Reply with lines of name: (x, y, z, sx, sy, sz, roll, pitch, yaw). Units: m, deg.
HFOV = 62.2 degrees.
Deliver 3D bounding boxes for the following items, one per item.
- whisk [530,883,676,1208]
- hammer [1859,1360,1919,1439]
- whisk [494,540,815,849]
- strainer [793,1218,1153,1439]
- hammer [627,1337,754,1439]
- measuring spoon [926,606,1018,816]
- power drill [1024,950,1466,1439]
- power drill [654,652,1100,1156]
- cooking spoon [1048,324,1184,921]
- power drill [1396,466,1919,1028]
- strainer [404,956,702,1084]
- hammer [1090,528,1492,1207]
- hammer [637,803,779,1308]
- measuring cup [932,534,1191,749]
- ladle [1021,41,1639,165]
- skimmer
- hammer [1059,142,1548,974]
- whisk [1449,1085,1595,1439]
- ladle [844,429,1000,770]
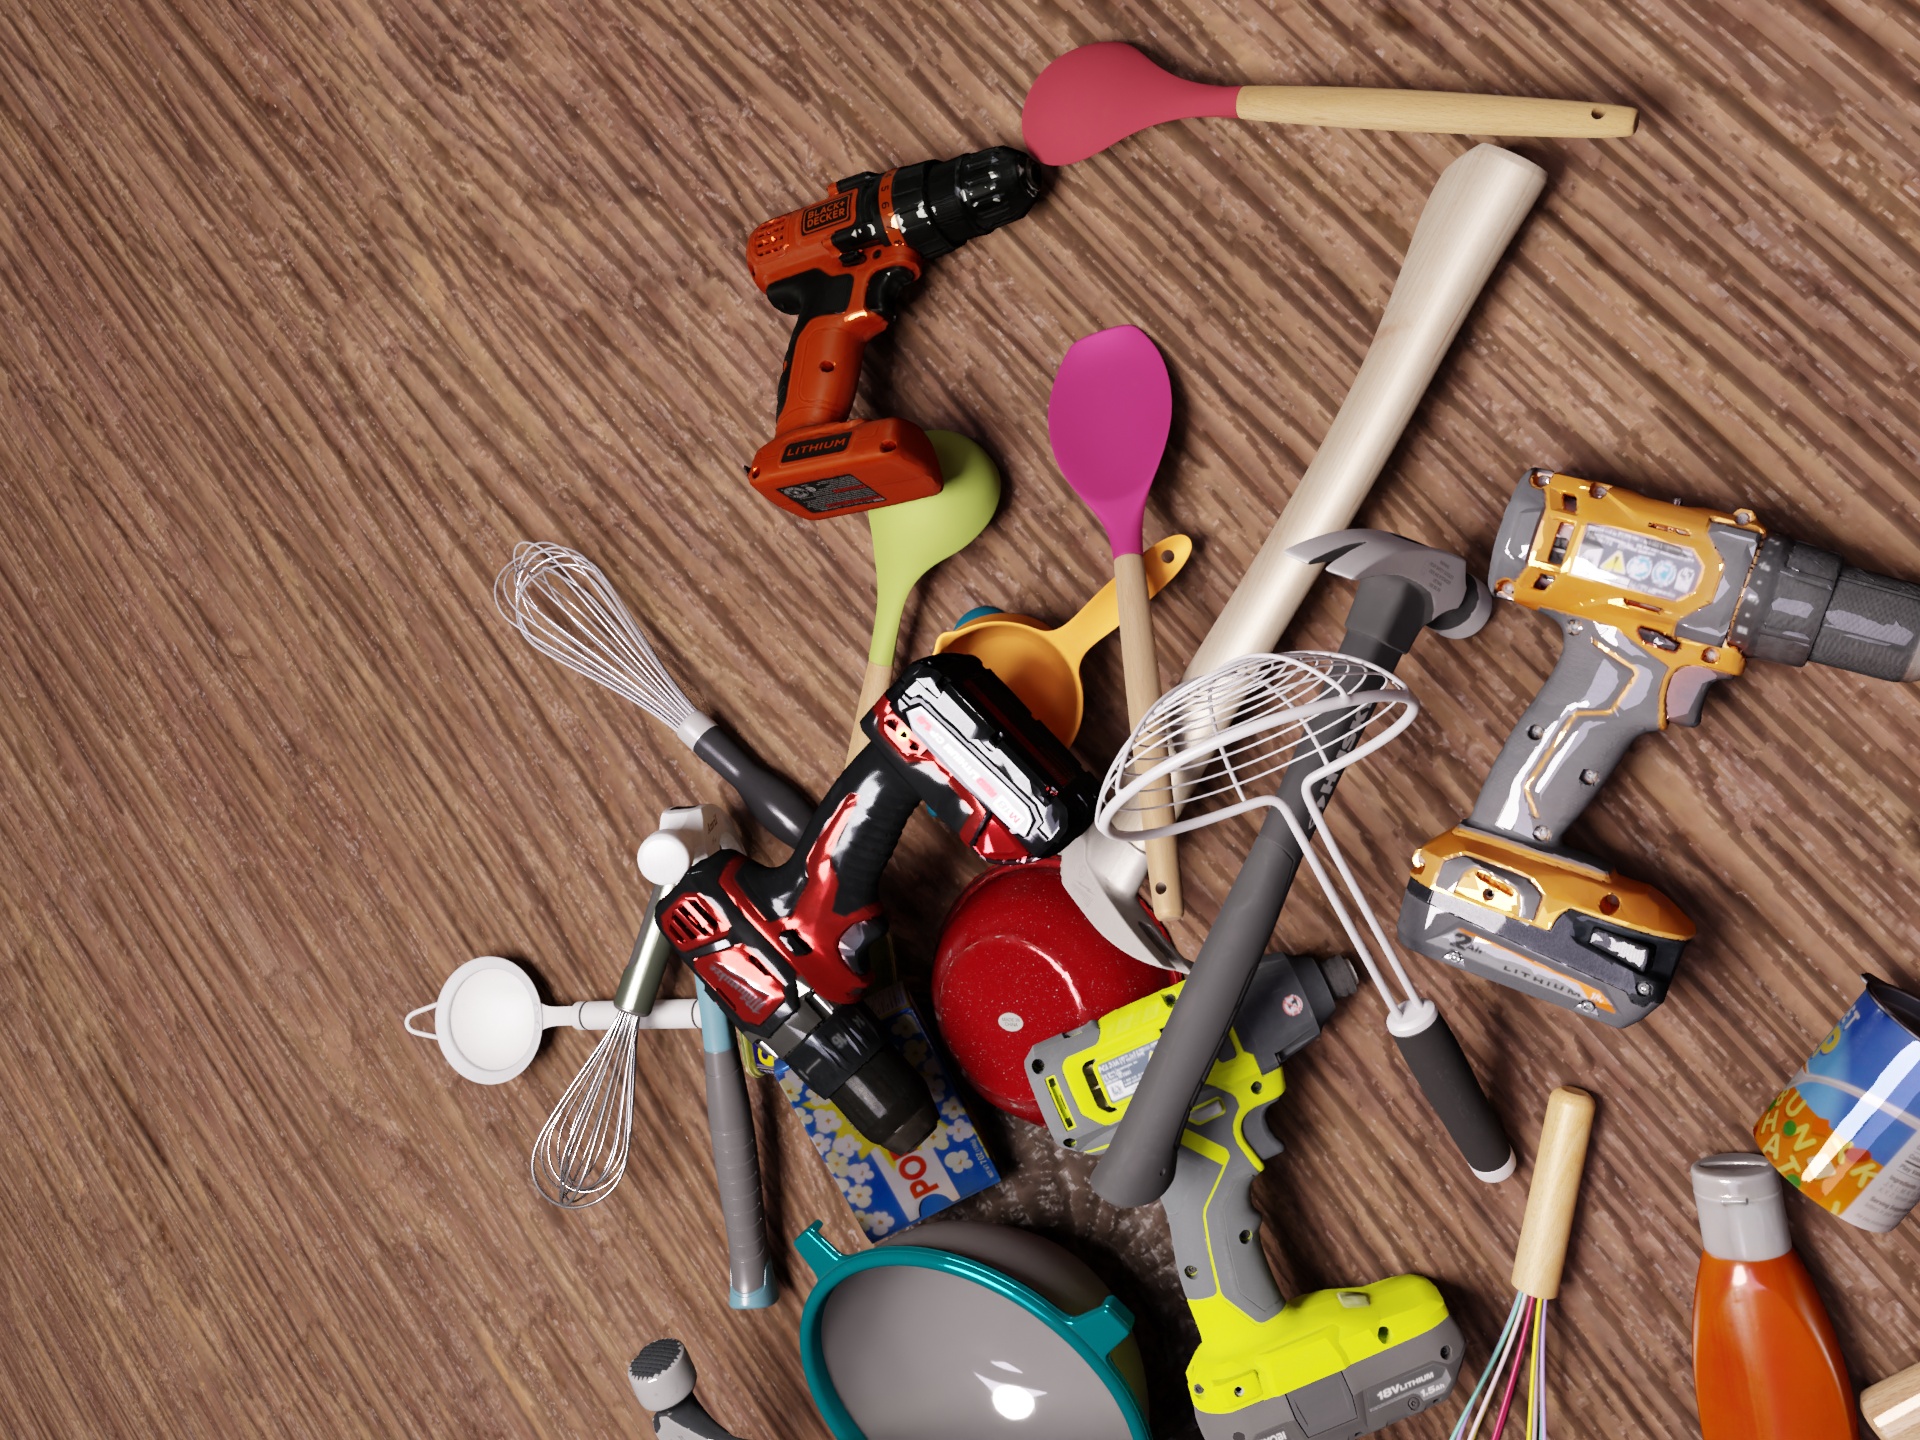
whisk: (-0.212, 0.190, 1.009, 0.059, 0.058, 0.246, 19, 86, -13)
hammer: (0.510, 0.206, 0.631, 0.130, 0.031, 0.331, 50, 117, 16)
whisk: (-0.187, -0.014, 0.997, 0.285, 0.070, 0.070, 42, 114, 14)
strainer: (0.031, 0.411, 0.910, 0.211, 0.095, 0.340, 5, 117, 27)
hammer: (0.004, 0.411, 0.845, 0.409, 0.036, 0.149, -8, 111, 31)
measuring spoon: (-0.001, -0.003, 0.905, 0.042, 0.021, 0.128, 24, 105, 26)
power drill: (0.152, 0.236, 0.796, 0.171, 0.080, 0.223, -24, 84, 3)
power drill: (-0.030, 0.097, 0.815, 0.188, 0.080, 0.226, 47, 108, 7)
cooking spoon: (0.087, -0.057, 0.795, 0.069, 0.017, 0.319, -13, 69, 23)
power drill: (0.307, 0.017, 0.701, 0.185, 0.084, 0.226, 19, 101, 25)
strainer: (-0.259, 0.200, 1.070, 0.258, 0.050, 0.087, -6, 84, 25)
hammer: (0.138, 0.070, 0.726, 0.035, 0.146, 0.335, 28, 98, 38)
hammer: (-0.145, 0.209, 0.967, 0.033, 0.128, 0.331, -4, 102, 6)
measuring cup: (0.055, -0.042, 0.852, 0.173, 0.052, 0.095, -41, 95, 11)
ladle: (0.158, -0.291, 0.756, 0.316, 0.031, 0.069, 17, 86, 32)
skimmer: (0.175, 0.108, 0.667, 0.127, 0.090, 0.363, -25, 122, 15)
hammer: (0.163, -0.073, 0.765, 0.410, 0.038, 0.146, -63, 33, 17)
whisk: (0.273, 0.296, 0.776, 0.051, 0.047, 0.245, 11, 97, 16)
ladle: (-0.042, -0.012, 0.925, 0.078, 0.062, 0.320, 28, 116, 34)
